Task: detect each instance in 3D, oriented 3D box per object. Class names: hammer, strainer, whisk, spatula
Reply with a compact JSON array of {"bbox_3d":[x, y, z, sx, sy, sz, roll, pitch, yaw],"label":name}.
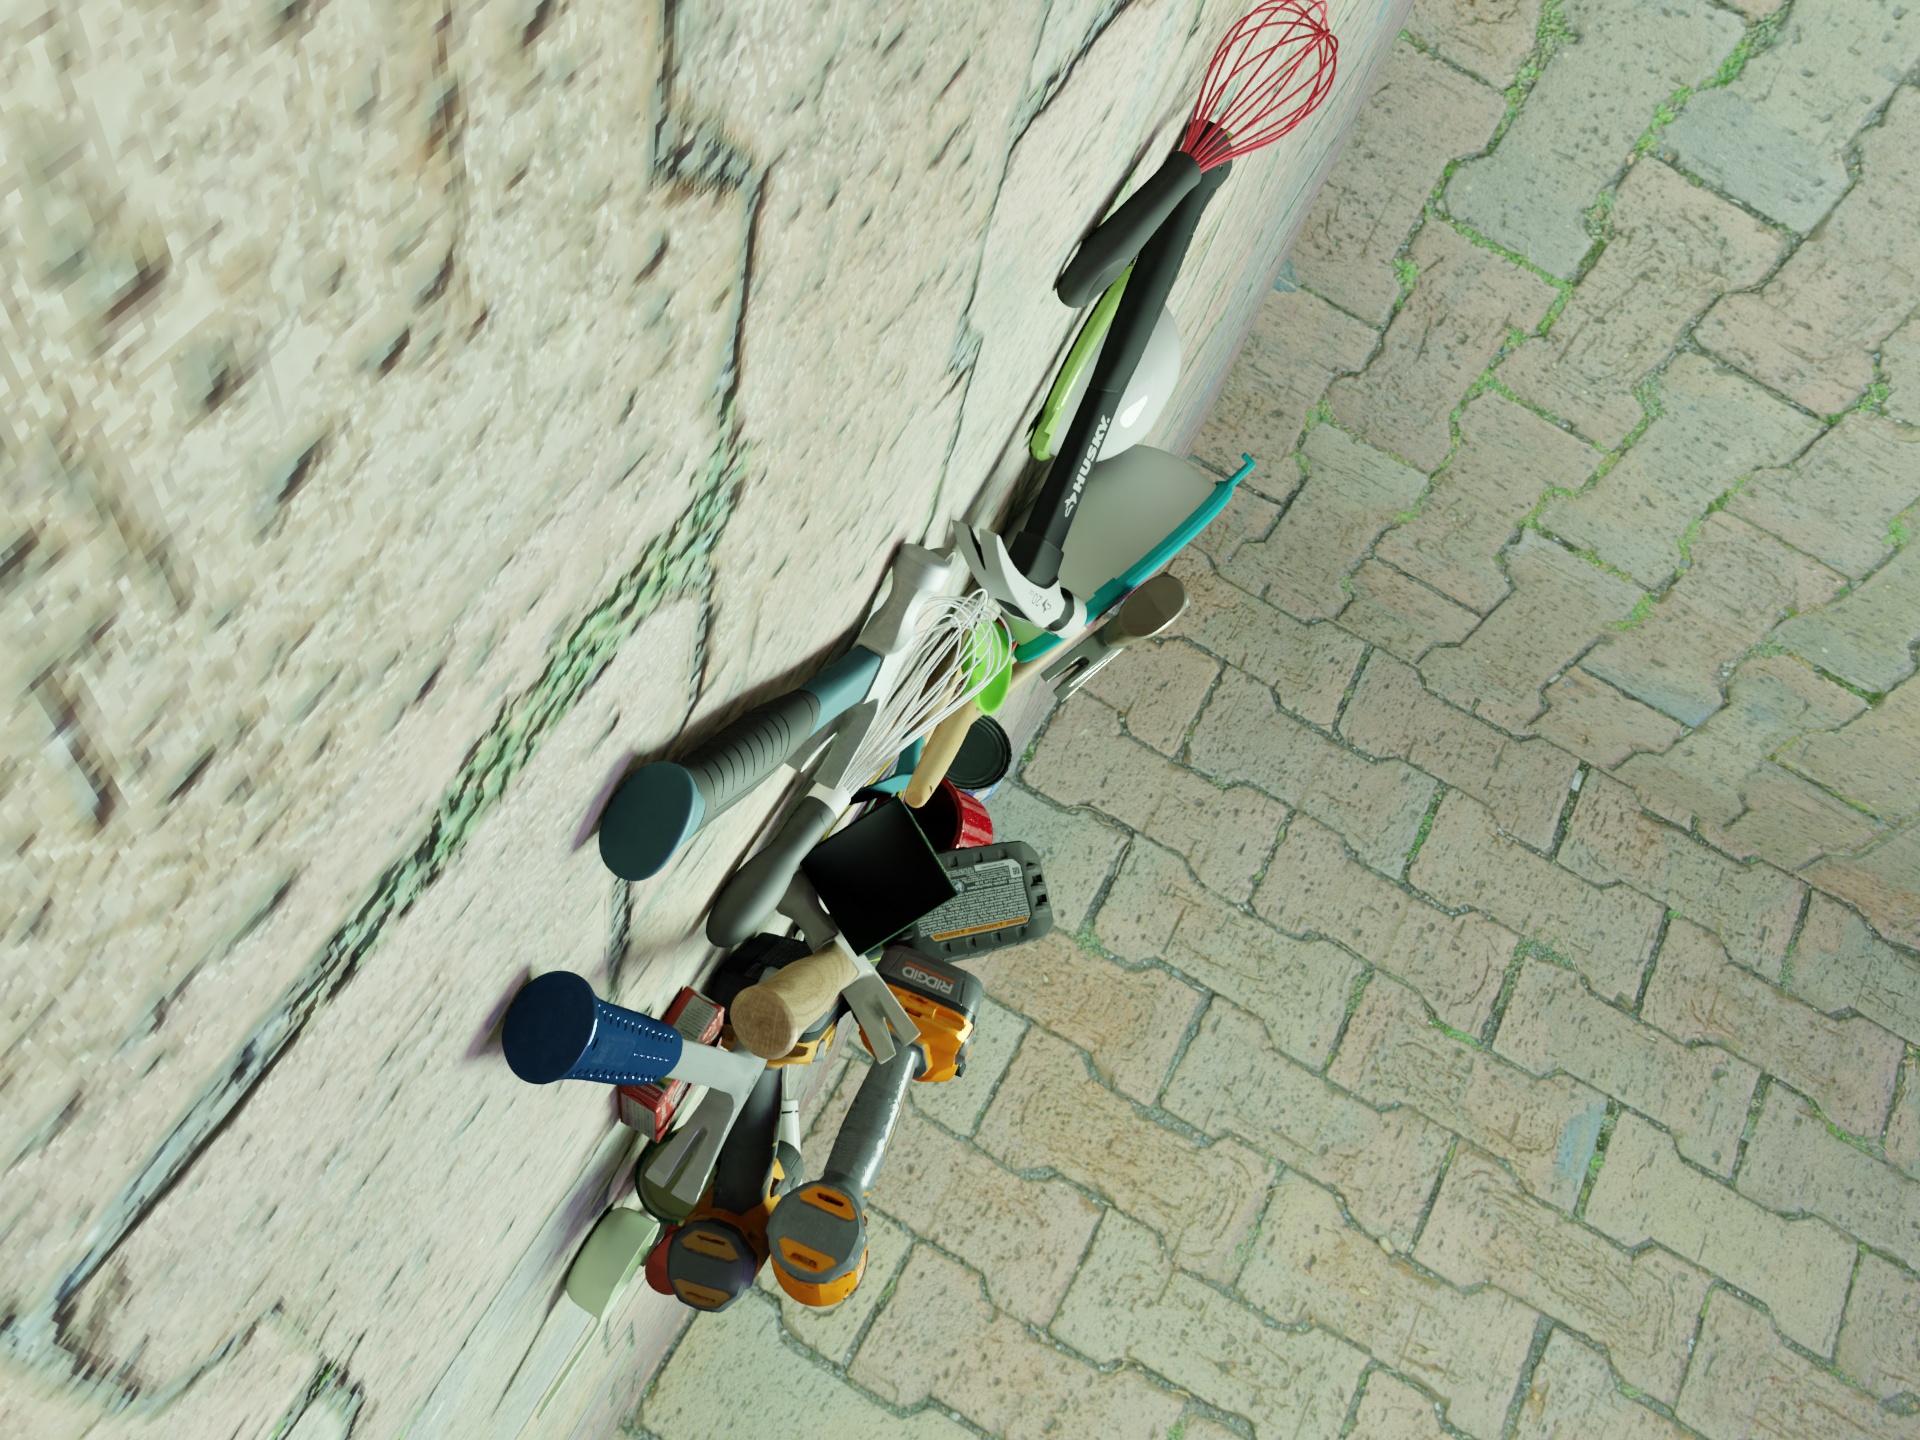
[{"bbox_3d":[-0.081,0.149,0.889,0.031,0.130,0.331,-39,176,0],"label":"hammer"},{"bbox_3d":[0.069,-0.129,1.273,0.211,0.095,0.340,-43,-172,-30],"label":"strainer"},{"bbox_3d":[-0.046,0.028,1.204,0.245,0.047,0.051,-63,-171,-32],"label":"whisk"},{"bbox_3d":[-0.138,0.292,1.234,0.087,0.050,0.258,148,-60,-64],"label":"strainer"},{"bbox_3d":[0.139,-0.283,1.110,0.256,0.069,0.151,-60,175,11],"label":"strainer"},{"bbox_3d":[0.123,-0.068,1.222,0.146,0.038,0.410,-39,179,4],"label":"hammer"},{"bbox_3d":[-0.060,0.023,0.941,0.285,0.070,0.070,-52,172,-29],"label":"whisk"},{"bbox_3d":[0.141,-0.335,0.933,0.296,0.073,0.073,-51,171,-25],"label":"whisk"},{"bbox_3d":[-0.078,0.000,0.724,0.128,0.033,0.331,-63,174,18],"label":"hammer"},{"bbox_3d":[-0.146,0.172,0.785,0.144,0.035,0.405,-61,170,-12],"label":"hammer"},{"bbox_3d":[-0.031,-0.008,1.116,0.082,0.044,0.318,-22,-159,22],"label":"spatula"},{"bbox_3d":[-0.240,0.435,1.344,0.149,0.036,0.359,-60,-178,-9],"label":"hammer"},{"bbox_3d":[0.095,-0.224,1.013,0.146,0.035,0.335,24,89,-58],"label":"hammer"}]

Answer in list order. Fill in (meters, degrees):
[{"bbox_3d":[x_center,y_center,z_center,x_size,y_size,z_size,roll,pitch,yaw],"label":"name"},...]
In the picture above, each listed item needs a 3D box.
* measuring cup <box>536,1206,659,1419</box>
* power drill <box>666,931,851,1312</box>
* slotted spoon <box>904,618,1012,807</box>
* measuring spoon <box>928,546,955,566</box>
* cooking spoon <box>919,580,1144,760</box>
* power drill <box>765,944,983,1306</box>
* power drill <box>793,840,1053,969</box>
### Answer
[{"bbox_3d":[-0.275,0.426,1.146,0.167,0.038,0.083,-59,175,4],"label":"measuring cup"},{"bbox_3d":[-0.133,0.267,1.102,0.185,0.084,0.226,-34,137,-78],"label":"power drill"},{"bbox_3d":[-0.002,-0.003,1.071,0.314,0.031,0.070,-62,144,-70],"label":"slotted spoon"},{"bbox_3d":[-0.045,-0.053,0.904,0.124,0.018,0.034,-52,173,-15],"label":"measuring spoon"},{"bbox_3d":[0.078,-0.064,1.286,0.319,0.017,0.069,-39,179,9],"label":"cooking spoon"},{"bbox_3d":[-0.062,0.285,1.081,0.164,0.084,0.227,98,15,-60],"label":"power drill"},{"bbox_3d":[-0.022,0.156,1.248,0.223,0.171,0.080,143,-64,-65],"label":"power drill"}]
